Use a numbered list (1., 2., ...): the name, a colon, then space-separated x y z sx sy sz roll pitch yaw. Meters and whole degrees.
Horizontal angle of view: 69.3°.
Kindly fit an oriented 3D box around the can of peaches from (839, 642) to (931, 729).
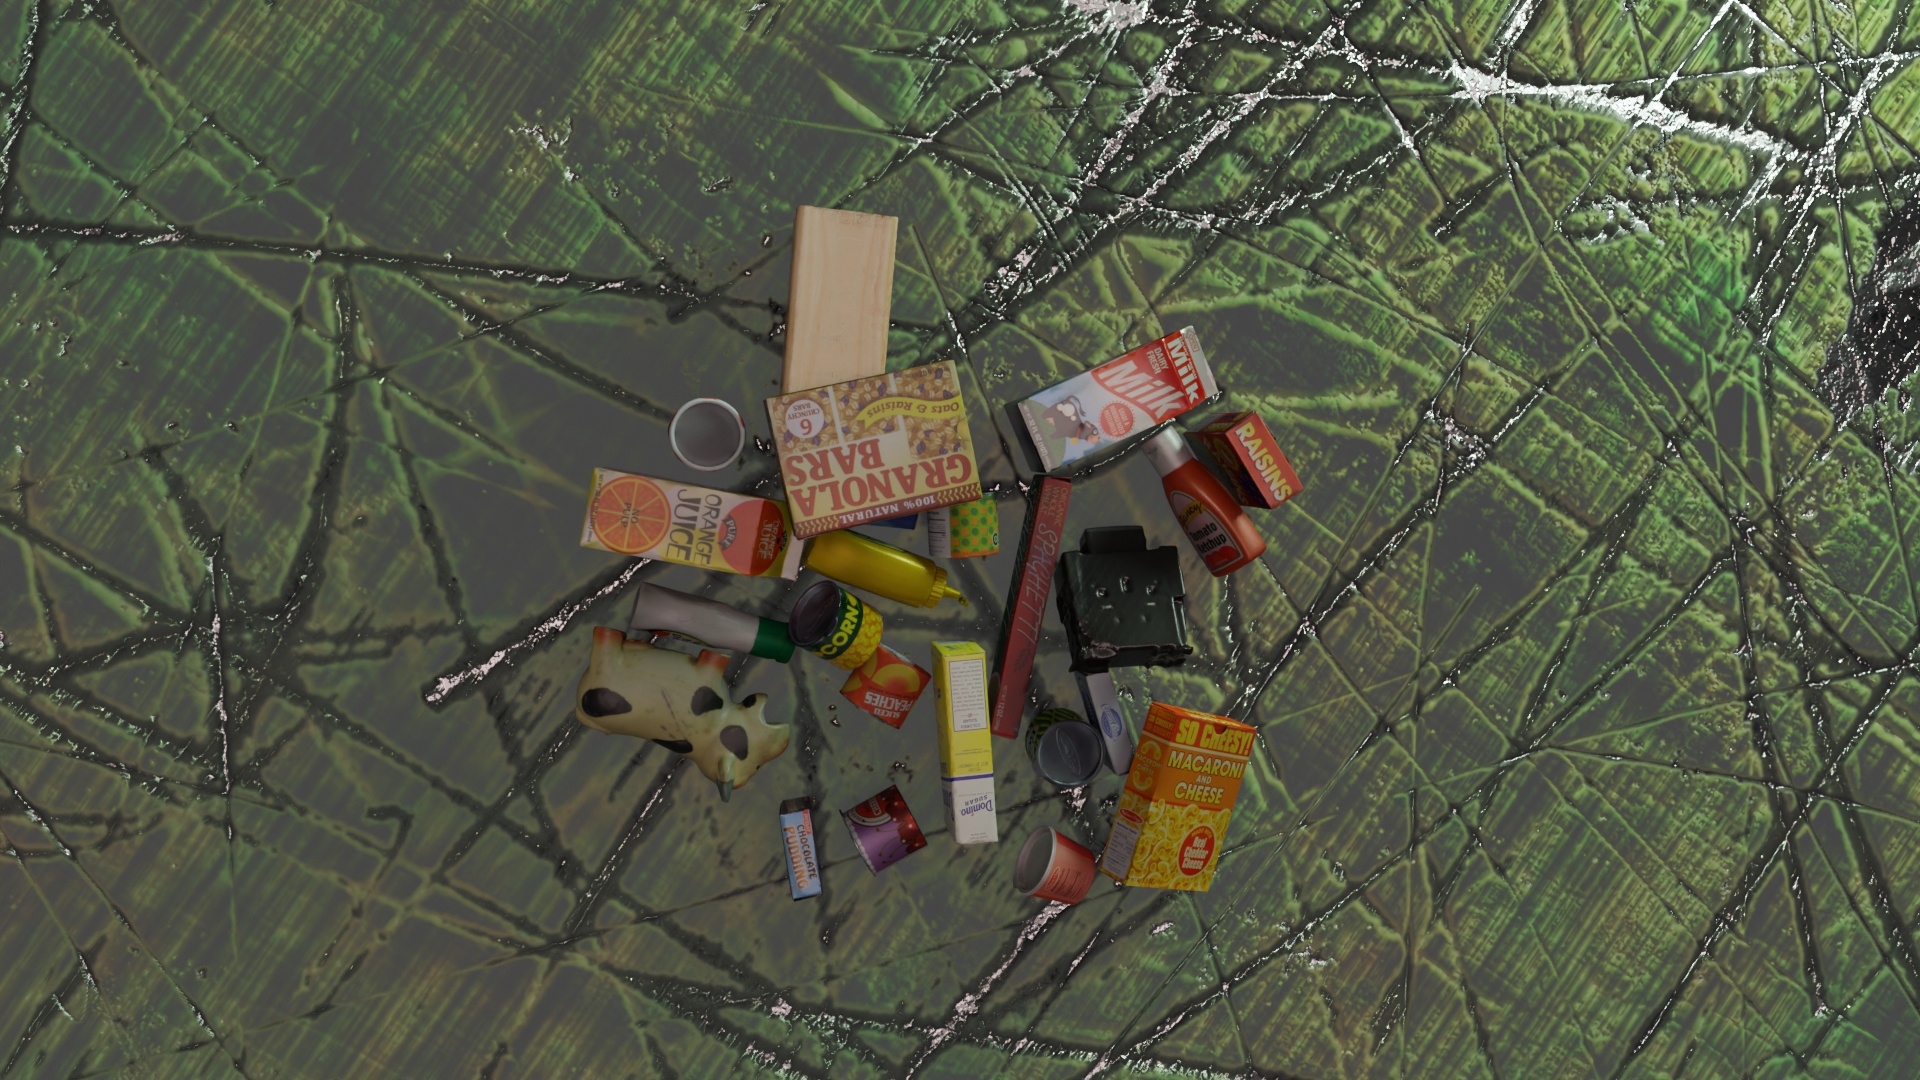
1. can of peaches: -0.068 0.133 1.281 0.071 0.071 0.058 32 88 -9

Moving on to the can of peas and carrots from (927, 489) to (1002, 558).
1. can of peas and carrots: 0.005 -0.016 1.285 0.071 0.071 0.058 -3 95 -8

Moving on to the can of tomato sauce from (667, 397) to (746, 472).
1. can of tomato sauce: -0.226 -0.095 1.236 0.071 0.083 0.071 -1 94 -9

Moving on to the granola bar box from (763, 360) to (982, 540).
1. granola bar box: -0.074 -0.078 1.191 0.166 0.039 0.124 -13 96 -9

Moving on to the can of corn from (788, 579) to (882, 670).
1. can of corn: -0.112 0.079 1.262 0.058 0.071 0.071 34 88 -39

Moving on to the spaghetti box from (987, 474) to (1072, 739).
1. spaghetti box: 0.062 0.059 1.306 0.029 0.050 0.250 12 91 -10

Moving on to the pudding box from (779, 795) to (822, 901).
1. pudding box: -0.148 0.285 1.288 0.030 0.049 0.083 -8 94 -6

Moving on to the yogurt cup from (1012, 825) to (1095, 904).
1. yogurt cup: 0.092 0.311 1.320 0.054 0.072 0.072 25 90 -18

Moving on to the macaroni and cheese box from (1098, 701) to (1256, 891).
1. macaroni and cheese box: 0.209 0.245 1.317 0.124 0.040 0.166 16 91 -40

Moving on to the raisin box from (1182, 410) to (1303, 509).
1. raisin box: 0.262 -0.075 1.291 0.040 0.123 0.086 -33 97 -5

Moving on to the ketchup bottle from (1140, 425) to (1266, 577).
1. ketchup bottle: 0.227 -0.039 1.322 0.044 0.064 0.149 -34 90 -35

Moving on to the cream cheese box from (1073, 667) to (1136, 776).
1. cream cheese box: 0.137 0.168 1.322 0.024 0.053 0.103 -18 96 -9

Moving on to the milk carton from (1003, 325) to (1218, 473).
1. milk carton: 0.144 -0.133 1.295 0.191 0.073 0.072 -23 97 -7

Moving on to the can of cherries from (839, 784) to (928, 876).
1. can of cherries: -0.071 0.267 1.289 0.058 0.071 0.071 -28 97 -6

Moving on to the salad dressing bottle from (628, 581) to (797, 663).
1. salad dressing bottle: -0.223 0.077 1.261 0.148 0.064 0.044 16 82 -17

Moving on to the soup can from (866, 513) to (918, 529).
1. soup can: -0.081 -0.044 1.272 0.084 0.071 0.071 5 93 -8

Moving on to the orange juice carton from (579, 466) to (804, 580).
1. orange juice carton: -0.235 -0.014 1.245 0.193 0.073 0.071 11 92 -9

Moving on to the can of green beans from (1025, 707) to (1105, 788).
1. can of green beans: 0.098 0.196 1.316 0.071 0.058 0.071 -1 94 -9

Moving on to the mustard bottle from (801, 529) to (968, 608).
1. mustard bottle: -0.065 0.029 1.281 0.160 0.065 0.049 20 90 -15
